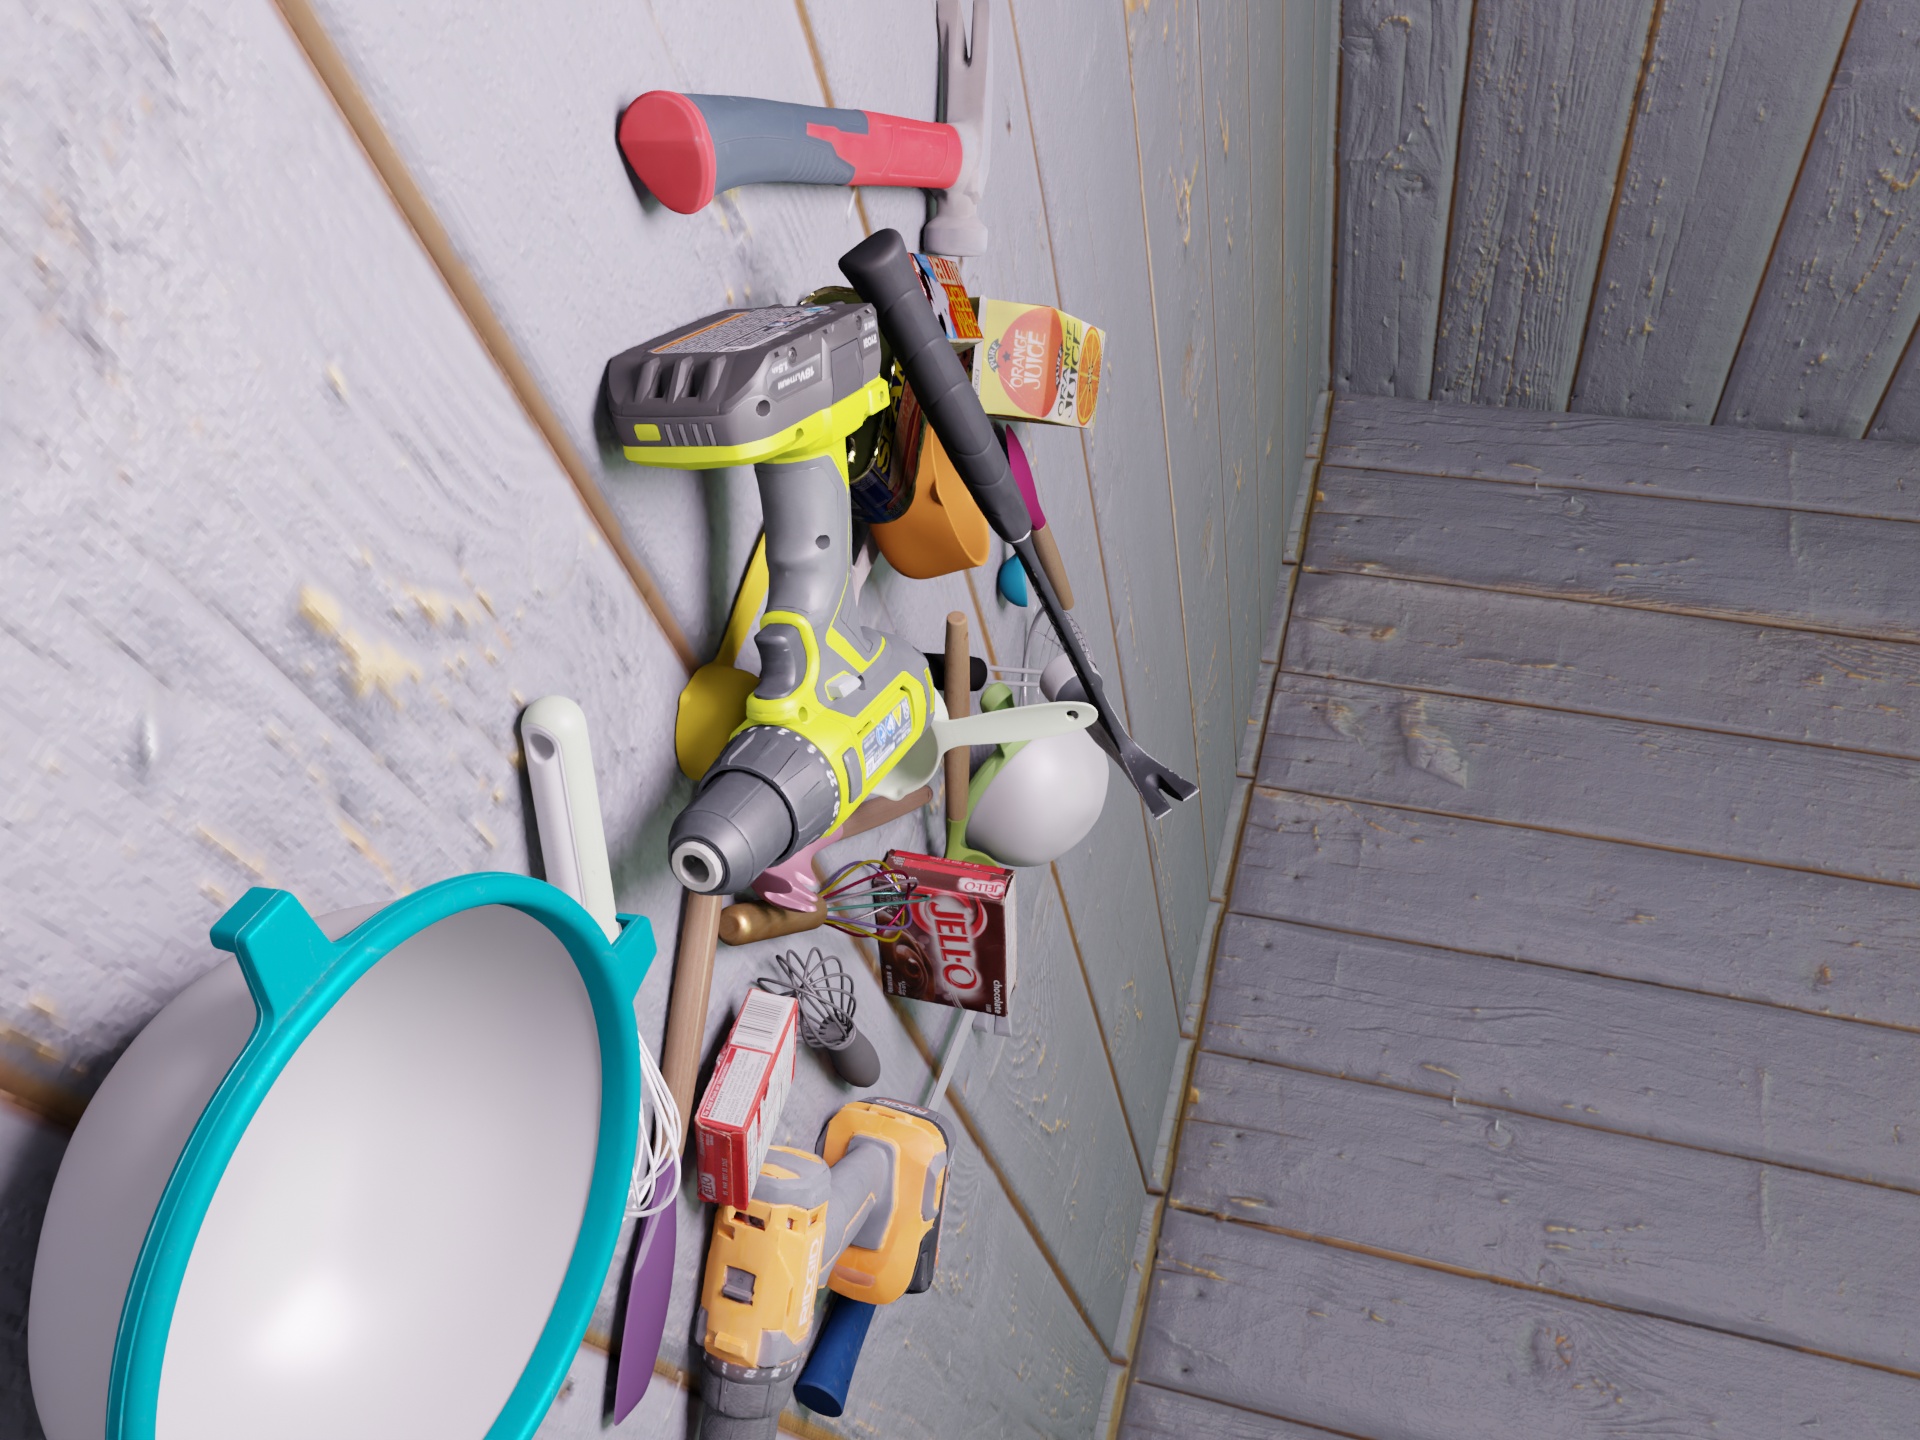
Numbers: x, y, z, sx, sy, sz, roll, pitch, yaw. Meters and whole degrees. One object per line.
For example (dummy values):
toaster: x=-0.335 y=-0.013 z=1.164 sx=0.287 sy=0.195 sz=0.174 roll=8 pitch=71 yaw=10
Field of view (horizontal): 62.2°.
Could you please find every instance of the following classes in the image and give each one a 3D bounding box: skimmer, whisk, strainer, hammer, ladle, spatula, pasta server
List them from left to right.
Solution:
strainer: x=-0.200 y=0.203 z=0.453 sx=0.211 sy=0.095 sz=0.340 roll=26 pitch=75 yaw=-70
whisk: x=-0.151 y=0.105 z=0.653 sx=0.059 sy=0.058 sz=0.246 roll=-39 pitch=132 yaw=-55
spatula: x=-0.139 y=0.188 z=0.783 sx=0.060 sy=0.018 sz=0.316 roll=-14 pitch=113 yaw=-78
whisk: x=-0.076 y=0.112 z=0.920 sx=0.245 sy=0.051 sz=0.047 roll=6 pitch=99 yaw=-71
whisk: x=-0.077 y=0.187 z=0.956 sx=0.238 sy=0.055 sz=0.055 roll=76 pitch=27 yaw=-64
hammer: x=-0.055 y=-0.296 z=0.776 sx=0.386 sy=0.038 sz=0.143 roll=-43 pitch=138 yaw=-65
pasta server: x=-0.061 y=0.062 z=0.950 sx=0.316 sy=0.040 sz=0.060 roll=-14 pitch=101 yaw=-74
hammer: x=-0.031 y=0.324 z=1.195 sx=0.406 sy=0.035 sz=0.144 roll=-64 pitch=157 yaw=-45
ladle: x=0.008 y=0.050 z=1.089 sx=0.319 sy=0.062 sz=0.078 roll=90 pitch=24 yaw=-46
skimmer: x=0.013 y=-0.032 z=1.168 sx=0.363 sy=0.090 sz=0.127 roll=1 pitch=93 yaw=-63
hammer: x=0.032 y=-0.091 z=0.837 sx=0.036 sy=0.149 sz=0.408 roll=-35 pitch=139 yaw=-2
strainer: x=0.059 y=0.043 z=1.163 sx=0.151 sy=0.069 sz=0.256 roll=-43 pitch=158 yaw=-8

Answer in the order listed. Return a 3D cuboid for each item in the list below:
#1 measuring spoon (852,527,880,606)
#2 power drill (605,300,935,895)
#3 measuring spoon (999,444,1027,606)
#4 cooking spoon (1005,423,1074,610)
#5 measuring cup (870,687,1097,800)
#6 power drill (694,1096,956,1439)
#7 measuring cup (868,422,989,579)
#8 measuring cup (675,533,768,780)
measuring spoon: x=-0.060 y=-0.096 z=0.918 sx=0.124 sy=0.018 sz=0.034 roll=-71 pitch=162 yaw=-52
power drill: x=-0.081 y=-0.052 z=0.692 sx=0.190 sy=0.080 sz=0.228 roll=-48 pitch=137 yaw=-56
measuring spoon: x=0.034 y=-0.146 z=1.210 sx=0.042 sy=0.021 sz=0.128 roll=-86 pitch=168 yaw=-65
cooking spoon: x=0.066 y=-0.150 z=1.286 sx=0.318 sy=0.017 sz=0.069 roll=57 pitch=25 yaw=-70
measuring cup: x=-0.001 y=-0.003 z=0.892 sx=0.038 sy=0.167 sz=0.083 roll=-68 pitch=145 yaw=-53
power drill: x=-0.084 y=0.330 z=0.946 sx=0.226 sy=0.084 sz=0.185 roll=2 pitch=97 yaw=-69
measuring cup: x=-0.035 y=-0.165 z=0.917 sx=0.095 sy=0.052 sz=0.173 roll=-29 pitch=102 yaw=-72
measuring cup: x=-0.097 y=-0.042 z=0.778 sx=0.062 sy=0.029 sz=0.157 roll=63 pitch=41 yaw=-64
